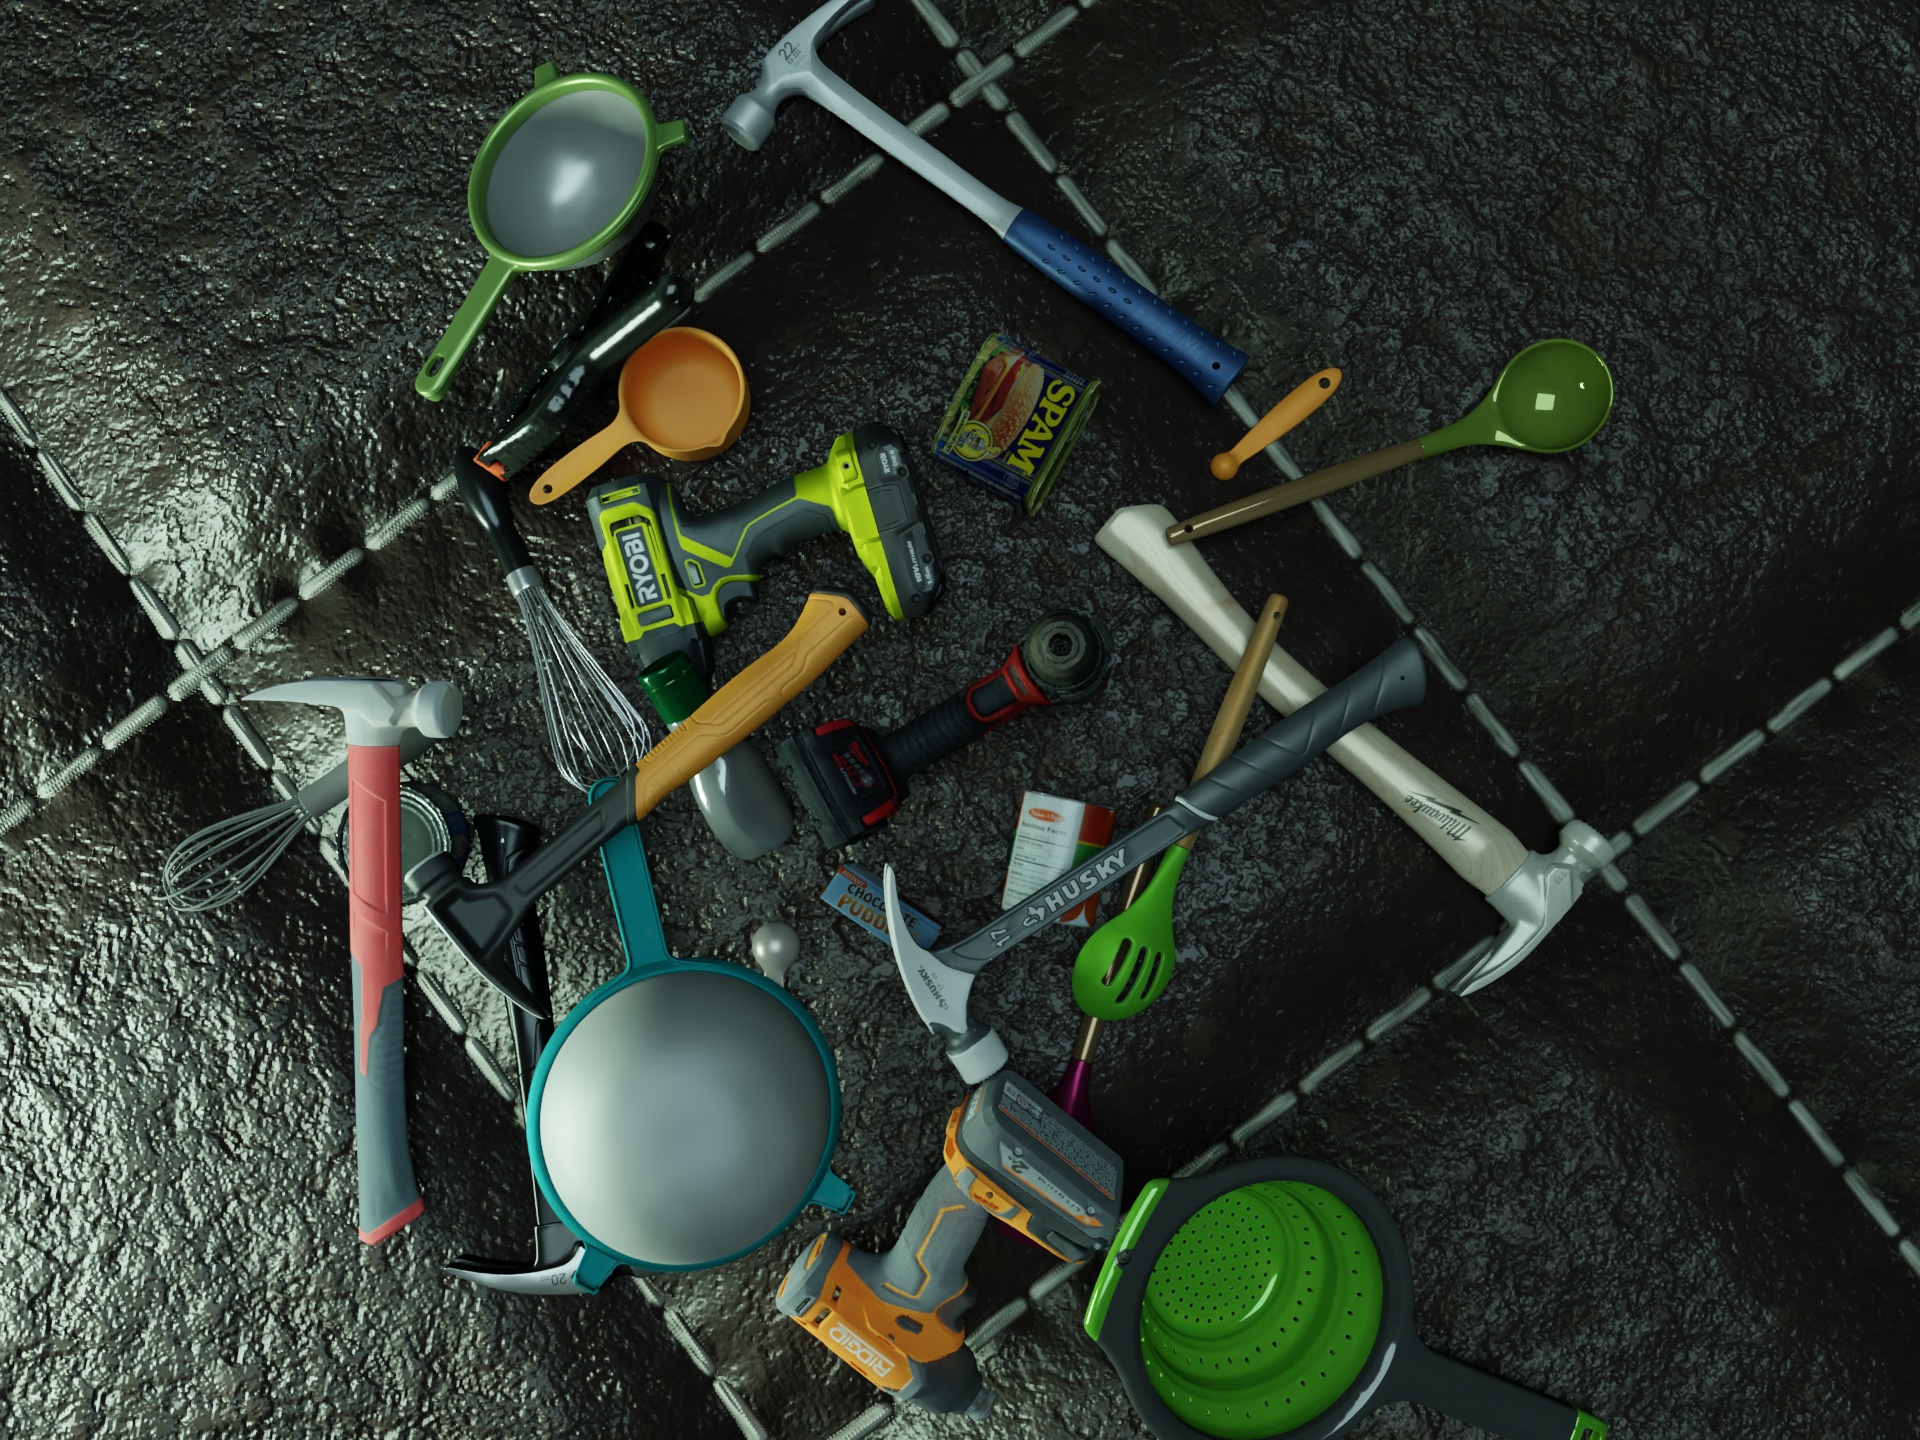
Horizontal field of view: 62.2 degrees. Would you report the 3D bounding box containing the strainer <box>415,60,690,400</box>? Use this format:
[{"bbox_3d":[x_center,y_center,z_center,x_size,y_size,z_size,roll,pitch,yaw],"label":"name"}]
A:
[{"bbox_3d":[-0.291,-0.325,1.112,0.152,0.069,0.256,31,89,25],"label":"strainer"}]

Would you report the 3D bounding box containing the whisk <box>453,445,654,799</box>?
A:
[{"bbox_3d":[-0.292,-0.068,1.112,0.070,0.070,0.285,-27,82,0],"label":"whisk"}]

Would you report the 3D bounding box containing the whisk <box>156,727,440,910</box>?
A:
[{"bbox_3d":[-0.456,0.058,1.113,0.239,0.055,0.055,-34,86,-4],"label":"whisk"}]

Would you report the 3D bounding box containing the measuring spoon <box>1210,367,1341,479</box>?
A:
[{"bbox_3d":[0.224,-0.211,1.125,0.117,0.011,0.021,-40,86,-1],"label":"measuring spoon"}]

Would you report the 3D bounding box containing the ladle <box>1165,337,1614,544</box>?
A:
[{"bbox_3d":[0.292,-0.181,1.086,0.320,0.062,0.078,-20,84,-4],"label":"ladle"}]

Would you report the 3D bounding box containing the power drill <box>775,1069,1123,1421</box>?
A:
[{"bbox_3d":[0.006,0.356,1.041,0.164,0.084,0.226,40,109,-4],"label":"power drill"}]

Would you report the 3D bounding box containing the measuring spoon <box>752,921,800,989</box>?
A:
[{"bbox_3d":[-0.132,0.203,1.108,0.034,0.018,0.124,3,88,2],"label":"measuring spoon"}]

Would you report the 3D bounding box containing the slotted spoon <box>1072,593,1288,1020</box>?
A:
[{"bbox_3d":[0.156,0.060,1.076,0.070,0.031,0.314,22,90,-19],"label":"slotted spoon"}]

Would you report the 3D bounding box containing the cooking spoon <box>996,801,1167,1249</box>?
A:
[{"bbox_3d":[0.091,0.210,1.101,0.069,0.017,0.319,17,88,1],"label":"cooking spoon"}]

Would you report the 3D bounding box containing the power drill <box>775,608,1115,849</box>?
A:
[{"bbox_3d":[-0.002,-0.003,1.036,0.226,0.188,0.080,-29,86,4],"label":"power drill"}]

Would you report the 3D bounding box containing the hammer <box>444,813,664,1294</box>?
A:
[{"bbox_3d":[-0.301,0.229,1.104,0.146,0.035,0.335,-10,86,0],"label":"hammer"}]

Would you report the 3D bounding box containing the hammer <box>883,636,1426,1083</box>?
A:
[{"bbox_3d":[0.135,0.064,1.042,0.409,0.036,0.149,-33,95,-7],"label":"hammer"}]

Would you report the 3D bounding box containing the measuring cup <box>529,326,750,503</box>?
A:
[{"bbox_3d":[-0.225,-0.202,1.119,0.173,0.052,0.095,-36,86,1],"label":"measuring cup"}]

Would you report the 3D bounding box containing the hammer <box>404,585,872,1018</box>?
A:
[{"bbox_3d":[-0.185,0.038,1.020,0.337,0.034,0.127,-41,86,-7],"label":"hammer"}]

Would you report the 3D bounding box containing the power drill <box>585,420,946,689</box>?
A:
[{"bbox_3d":[-0.129,-0.105,1.098,0.223,0.080,0.171,-16,94,4],"label":"power drill"}]

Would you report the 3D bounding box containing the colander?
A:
[{"bbox_3d":[0.254,0.405,1.061,0.397,0.094,0.204,26,87,-15],"label":"colander"}]

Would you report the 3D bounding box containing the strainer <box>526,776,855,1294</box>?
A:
[{"bbox_3d":[-0.190,0.203,1.037,0.211,0.095,0.340,-14,93,-14],"label":"strainer"}]

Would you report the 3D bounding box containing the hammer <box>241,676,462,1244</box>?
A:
[{"bbox_3d":[-0.410,0.163,1.079,0.143,0.038,0.386,2,96,8],"label":"hammer"}]

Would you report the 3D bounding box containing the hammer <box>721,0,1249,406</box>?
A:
[{"bbox_3d":[0.033,-0.363,1.128,0.405,0.035,0.144,37,89,3],"label":"hammer"}]

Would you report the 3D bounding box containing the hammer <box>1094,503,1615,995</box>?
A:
[{"bbox_3d":[0.248,0.007,1.101,0.410,0.038,0.146,42,90,4],"label":"hammer"}]
